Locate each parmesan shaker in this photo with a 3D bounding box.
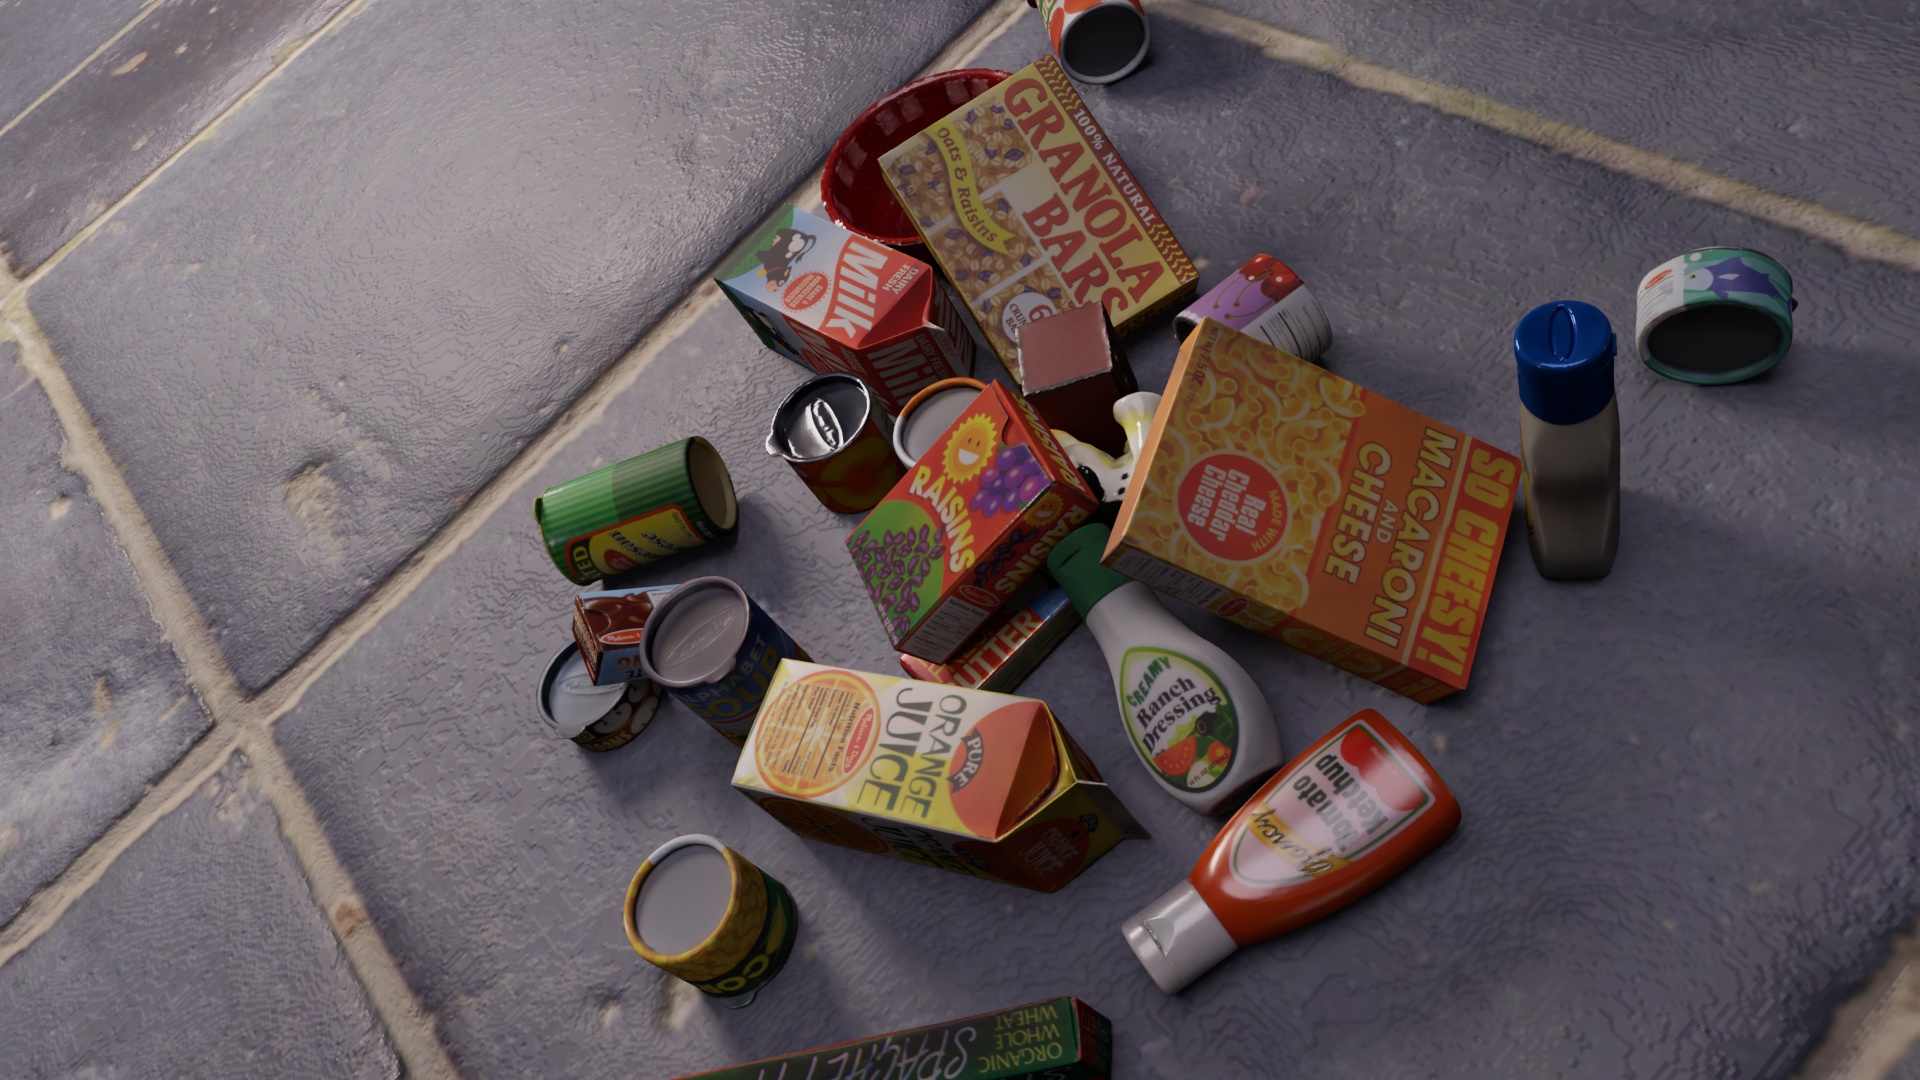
[{"bbox_3d":[-0.199,-0.019,0.858,0.103,0.071,0.071,-19,52,13],"label":"parmesan shaker"}]

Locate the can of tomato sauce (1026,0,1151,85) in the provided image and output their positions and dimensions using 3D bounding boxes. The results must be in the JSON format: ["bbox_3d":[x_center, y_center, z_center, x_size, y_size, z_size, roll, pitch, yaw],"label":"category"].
[{"bbox_3d":[0.088,-0.366,0.962,0.071,0.071,0.083,-22,52,11],"label":"can of tomato sauce"}]

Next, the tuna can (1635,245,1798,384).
[{"bbox_3d":[0.358,-0.104,0.656,0.071,0.071,0.033,2,60,27],"label":"tuna can"}]

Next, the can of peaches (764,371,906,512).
[{"bbox_3d":[-0.073,-0.057,0.833,0.071,0.058,0.071,-12,54,18],"label":"can of peaches"}]

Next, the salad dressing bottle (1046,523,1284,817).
[{"bbox_3d":[0.093,0.058,0.660,0.064,0.044,0.148,-45,61,24],"label":"salad dressing bottle"}]

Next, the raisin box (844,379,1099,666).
[{"bbox_3d":[0.003,-0.009,0.716,0.123,0.040,0.086,-46,44,18],"label":"raisin box"}]

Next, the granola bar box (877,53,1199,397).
[{"bbox_3d":[0.046,-0.188,0.830,0.124,0.039,0.166,-31,80,2],"label":"granola bar box"}]

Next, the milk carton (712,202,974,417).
[{"bbox_3d":[-0.062,-0.140,0.875,0.191,0.072,0.073,31,75,37],"label":"milk carton"}]

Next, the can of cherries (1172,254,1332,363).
[{"bbox_3d":[0.157,-0.114,0.757,0.058,0.071,0.072,-39,50,-3],"label":"can of cherries"}]

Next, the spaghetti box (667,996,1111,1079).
[{"bbox_3d":[-0.056,0.246,0.621,0.250,0.050,0.029,-17,54,14],"label":"spaghetti box"}]

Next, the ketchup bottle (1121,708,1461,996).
[{"bbox_3d":[0.140,0.140,0.605,0.149,0.043,0.065,-36,52,-1],"label":"ketchup bottle"}]

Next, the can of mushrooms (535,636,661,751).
[{"bbox_3d":[-0.212,0.090,0.813,0.071,0.033,0.071,-12,54,17],"label":"can of mushrooms"}]

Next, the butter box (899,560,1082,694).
[{"bbox_3d":[0.022,0.047,0.737,0.103,0.024,0.053,-44,50,-8],"label":"butter box"}]

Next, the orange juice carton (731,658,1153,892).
[{"bbox_3d":[-0.006,0.115,0.673,0.192,0.071,0.073,6,61,29],"label":"orange juice carton"}]

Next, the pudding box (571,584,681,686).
[{"bbox_3d":[-0.175,0.052,0.794,0.084,0.030,0.050,-5,42,-32],"label":"pudding box"}]

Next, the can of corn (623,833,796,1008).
[{"bbox_3d":[-0.124,0.188,0.687,0.071,0.058,0.071,-13,53,18],"label":"can of corn"}]

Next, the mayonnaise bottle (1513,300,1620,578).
[{"bbox_3d":[0.264,-0.044,0.604,0.041,0.147,0.065,-2,57,25],"label":"mayonnaise bottle"}]

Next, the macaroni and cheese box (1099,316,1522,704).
[{"bbox_3d":[0.164,-0.014,0.644,0.166,0.040,0.124,24,70,-3],"label":"macaroni and cheese box"}]

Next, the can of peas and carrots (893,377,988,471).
[{"bbox_3d":[0.004,-0.052,0.791,0.071,0.058,0.071,-12,54,18],"label":"can of peas and carrots"}]

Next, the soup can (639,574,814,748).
[{"bbox_3d":[-0.122,0.069,0.752,0.071,0.083,0.072,-13,54,18],"label":"soup can"}]
